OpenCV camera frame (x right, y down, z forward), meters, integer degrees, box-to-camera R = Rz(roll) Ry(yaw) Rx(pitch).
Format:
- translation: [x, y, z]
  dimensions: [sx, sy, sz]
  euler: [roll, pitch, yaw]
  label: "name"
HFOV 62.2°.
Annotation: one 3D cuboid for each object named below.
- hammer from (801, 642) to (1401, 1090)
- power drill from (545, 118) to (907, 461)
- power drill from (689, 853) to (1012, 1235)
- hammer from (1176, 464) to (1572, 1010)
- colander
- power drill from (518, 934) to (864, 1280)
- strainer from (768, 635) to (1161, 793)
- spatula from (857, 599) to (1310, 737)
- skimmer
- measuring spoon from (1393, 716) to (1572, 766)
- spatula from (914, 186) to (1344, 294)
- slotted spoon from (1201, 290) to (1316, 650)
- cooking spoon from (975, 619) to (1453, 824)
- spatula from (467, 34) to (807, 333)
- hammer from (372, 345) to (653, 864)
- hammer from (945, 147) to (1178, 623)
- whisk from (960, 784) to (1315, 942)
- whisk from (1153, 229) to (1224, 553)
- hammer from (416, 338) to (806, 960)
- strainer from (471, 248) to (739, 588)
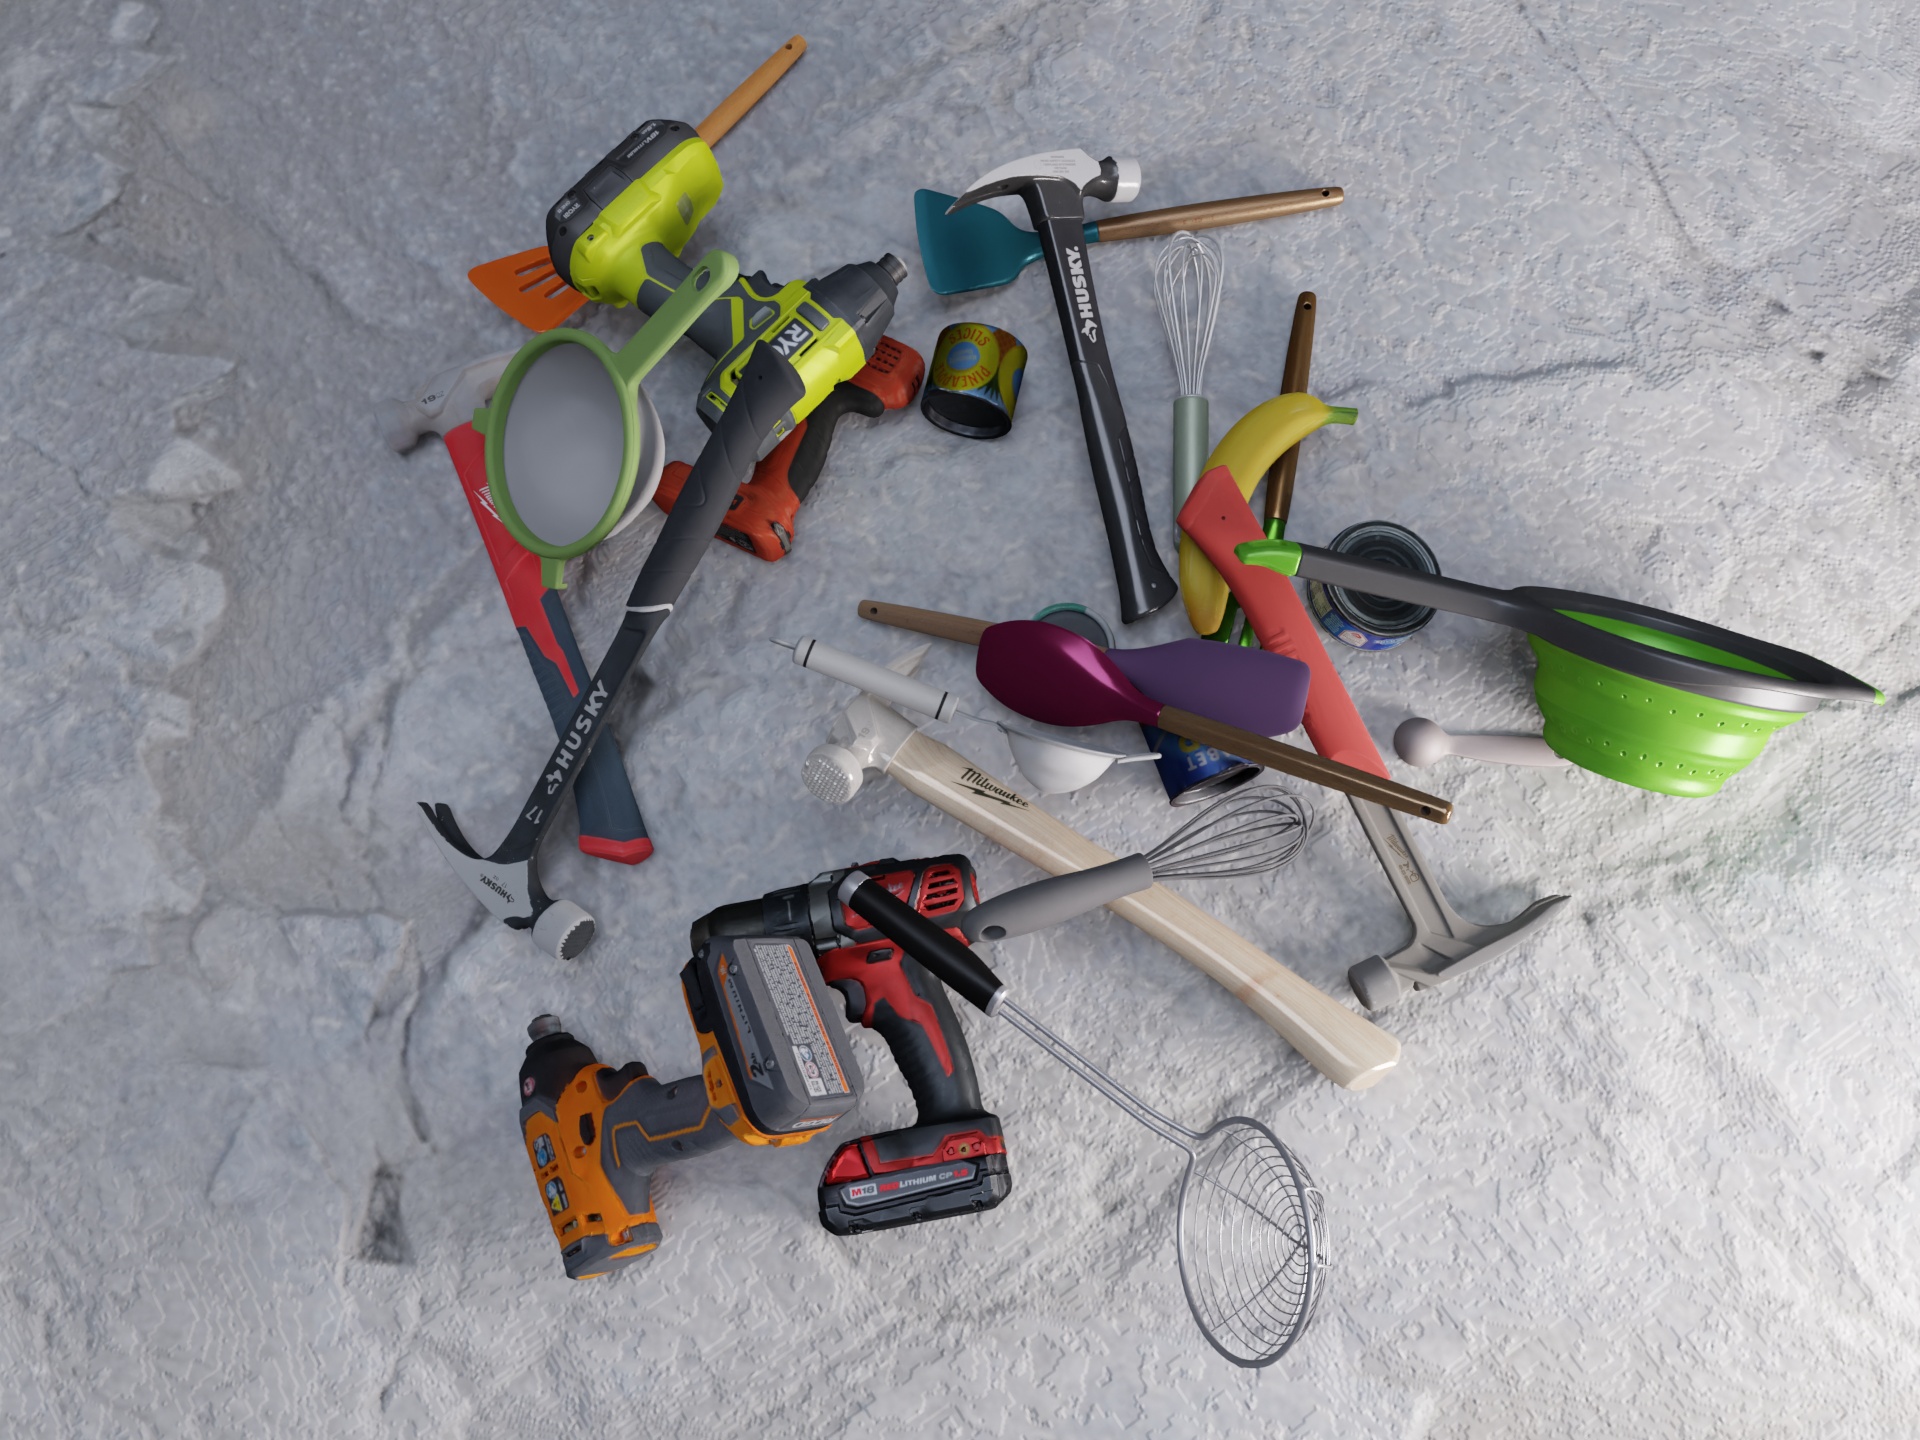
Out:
- translation: [0.102, 0.099, 1.023]
  dimensions: [0.410, 0.038, 0.146]
  euler: [33, 43, 4]
  label: "hammer"
- translation: [-0.159, -0.303, 1.092]
  dimensions: [0.223, 0.080, 0.171]
  euler: [42, 82, 16]
  label: "power drill"
- translation: [-0.066, 0.202, 0.998]
  dimensions: [0.188, 0.080, 0.227]
  euler: [-10, 71, -1]
  label: "power drill"
- translation: [0.248, -0.004, 1.027]
  dimensions: [0.149, 0.036, 0.359]
  euler: [-26, 87, -4]
  label: "hammer"
- translation: [0.356, -0.030, 1.000]
  dimensions: [0.397, 0.205, 0.094]
  euler: [13, 107, -3]
  label: "colander"
- translation: [-0.179, 0.215, 0.956]
  dimensions: [0.226, 0.084, 0.164]
  euler: [-37, 65, 25]
  label: "power drill"
- translation: [-0.002, -0.003, 1.008]
  dimensions: [0.258, 0.087, 0.050]
  euler: [22, 92, 0]
  label: "strainer"
- translation: [0.071, -0.043, 1.042]
  dimensions: [0.316, 0.018, 0.060]
  euler: [14, 96, 23]
  label: "spatula"
- translation: [0.053, 0.208, 0.902]
  dimensions: [0.363, 0.090, 0.127]
  euler: [35, 123, 20]
  label: "skimmer"
- translation: [0.353, 0.016, 1.060]
  dimensions: [0.124, 0.018, 0.034]
  euler: [5, 75, 3]
  label: "measuring spoon"
- translation: [0.126, -0.365, 1.163]
  dimensions: [0.317, 0.044, 0.082]
  euler: [-9, 80, -1]
  label: "spatula"
- translation: [0.221, -0.162, 1.112]
  dimensions: [0.070, 0.031, 0.314]
  euler: [11, 74, 1]
  label: "slotted spoon"
- translation: [0.149, 0.005, 0.994]
  dimensions: [0.319, 0.017, 0.068]
  euler: [20, 115, 22]
  label: "cooking spoon"
- translation: [-0.227, -0.410, 1.192]
  dimensions: [0.081, 0.041, 0.322]
  euler: [39, 78, 12]
  label: "spatula"
- translation: [-0.280, -0.083, 1.105]
  dimensions: [0.143, 0.038, 0.386]
  euler: [-23, 75, -6]
  label: "hammer"
- translation: [0.089, -0.231, 1.097]
  dimensions: [0.146, 0.035, 0.335]
  euler: [-10, 85, -25]
  label: "hammer"
- translation: [0.111, 0.090, 0.966]
  dimensions: [0.239, 0.055, 0.055]
  euler: [-17, 74, -16]
  label: "whisk"
- translation: [0.163, -0.233, 1.127]
  dimensions: [0.058, 0.059, 0.246]
  euler: [-8, 75, 38]
  label: "whisk"
- translation: [-0.213, -0.057, 1.024]
  dimensions: [0.149, 0.036, 0.409]
  euler: [31, 96, 20]
  label: "hammer"
- translation: [-0.212, -0.211, 1.040]
  dimensions: [0.256, 0.069, 0.152]
  euler: [-38, 70, 30]
  label: "strainer"
